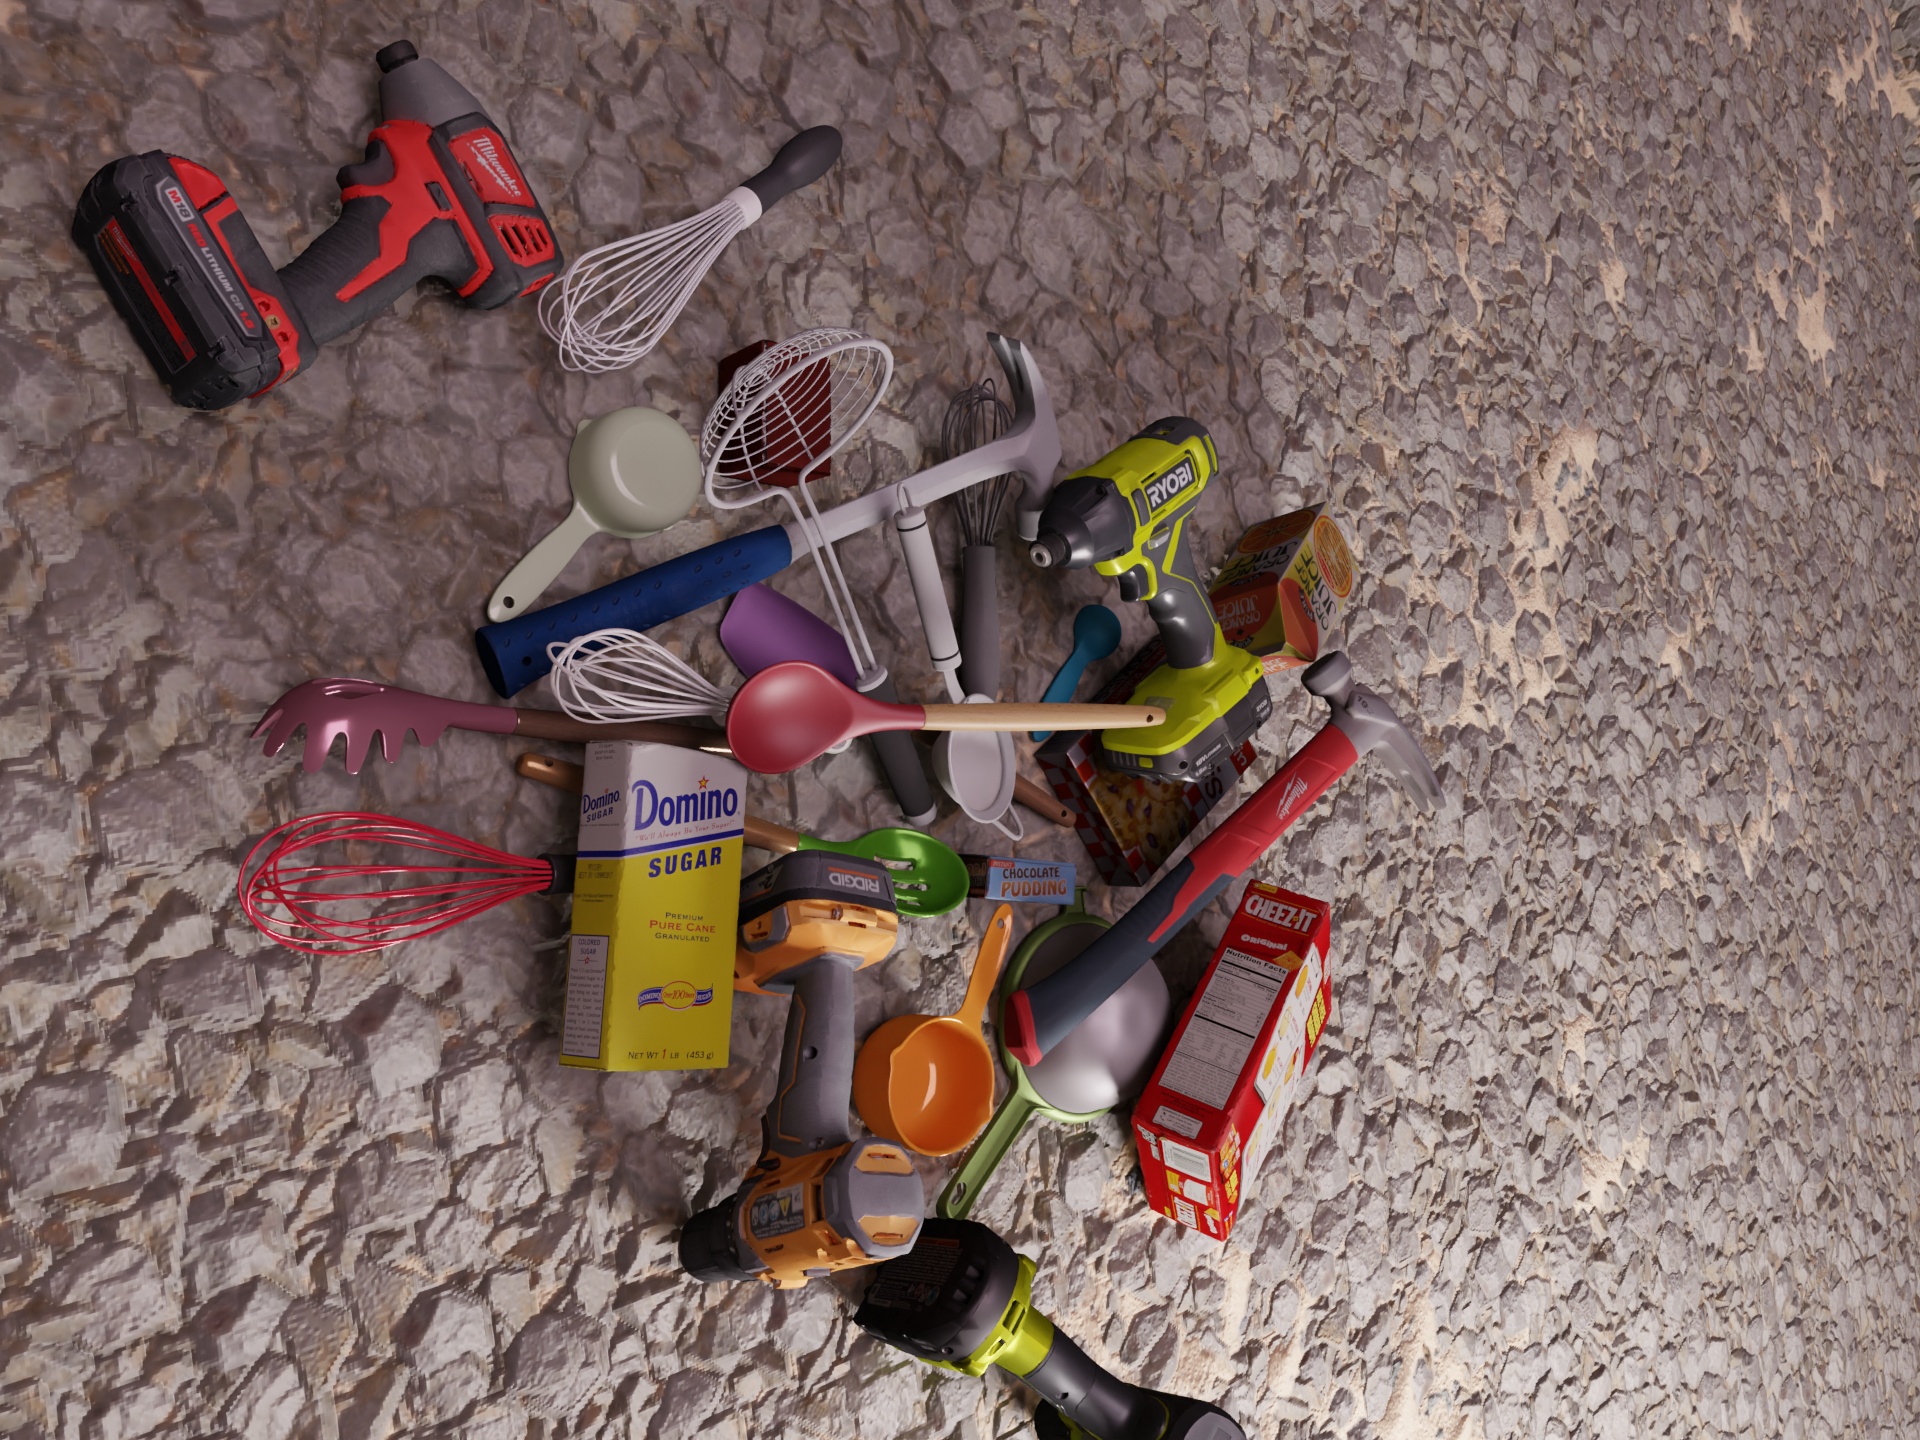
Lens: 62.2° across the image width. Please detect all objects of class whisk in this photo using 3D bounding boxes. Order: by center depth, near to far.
[{"bbox_3d":[-0.243,0.085,0.863,0.295,0.073,0.073,3,84,-47],"label":"whisk"},{"bbox_3d":[-0.144,-0.010,0.932,0.246,0.059,0.058,17,108,-54],"label":"whisk"},{"bbox_3d":[-0.154,-0.300,0.975,0.070,0.070,0.285,55,51,-22],"label":"whisk"},{"bbox_3d":[0.015,-0.119,1.105,0.055,0.055,0.239,0,89,-40],"label":"whisk"}]

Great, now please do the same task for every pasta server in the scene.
[{"bbox_3d":[-0.229,0.010,0.888,0.316,0.060,0.040,8,108,-46],"label":"pasta server"}]

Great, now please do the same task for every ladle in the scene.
[{"bbox_3d":[-0.002,-0.003,0.979,0.315,0.031,0.069,0,109,-30],"label":"ladle"}]

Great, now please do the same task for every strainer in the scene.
[{"bbox_3d":[-0.009,-0.033,1.027,0.087,0.050,0.258,-50,133,-50],"label":"strainer"},{"bbox_3d":[0.074,0.246,1.103,0.256,0.069,0.151,-50,116,-33],"label":"strainer"}]

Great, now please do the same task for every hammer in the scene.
[{"bbox_3d":[-0.099,-0.116,0.965,0.405,0.035,0.144,-27,125,-28],"label":"hammer"},{"bbox_3d":[0.185,0.116,1.121,0.386,0.038,0.143,-40,94,-22],"label":"hammer"}]

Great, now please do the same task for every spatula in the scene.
[{"bbox_3d":[-0.033,0.004,1.070,0.315,0.018,0.060,32,77,-33],"label":"spatula"}]

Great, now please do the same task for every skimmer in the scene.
[{"bbox_3d":[-0.055,-0.062,0.939,0.127,0.090,0.362,-36,130,-22],"label":"skimmer"}]

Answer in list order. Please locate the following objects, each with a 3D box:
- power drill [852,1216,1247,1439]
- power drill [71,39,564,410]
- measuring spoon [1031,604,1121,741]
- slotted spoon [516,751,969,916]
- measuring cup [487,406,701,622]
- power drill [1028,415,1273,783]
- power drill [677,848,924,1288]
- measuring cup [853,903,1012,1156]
[{"bbox_3d":[0.048,0.414,1.012,0.228,0.190,0.080,41,61,-14],"label":"power drill"},{"bbox_3d":[-0.321,-0.259,0.817,0.220,0.078,0.143,-39,111,-38],"label":"power drill"},{"bbox_3d":[0.088,-0.035,1.172,0.042,0.021,0.129,47,58,-27],"label":"measuring spoon"},{"bbox_3d":[-0.125,0.068,0.979,0.313,0.031,0.070,20,41,-34],"label":"slotted spoon"},{"bbox_3d":[-0.211,-0.116,0.917,0.083,0.038,0.168,51,55,-25],"label":"measuring cup"},{"bbox_3d":[0.130,-0.075,1.098,0.171,0.080,0.223,-38,119,-35],"label":"power drill"},{"bbox_3d":[-0.104,0.208,0.917,0.084,0.185,0.226,16,57,-38],"label":"power drill"},{"bbox_3d":[-0.012,0.199,1.048,0.095,0.052,0.174,38,61,-31],"label":"measuring cup"}]
